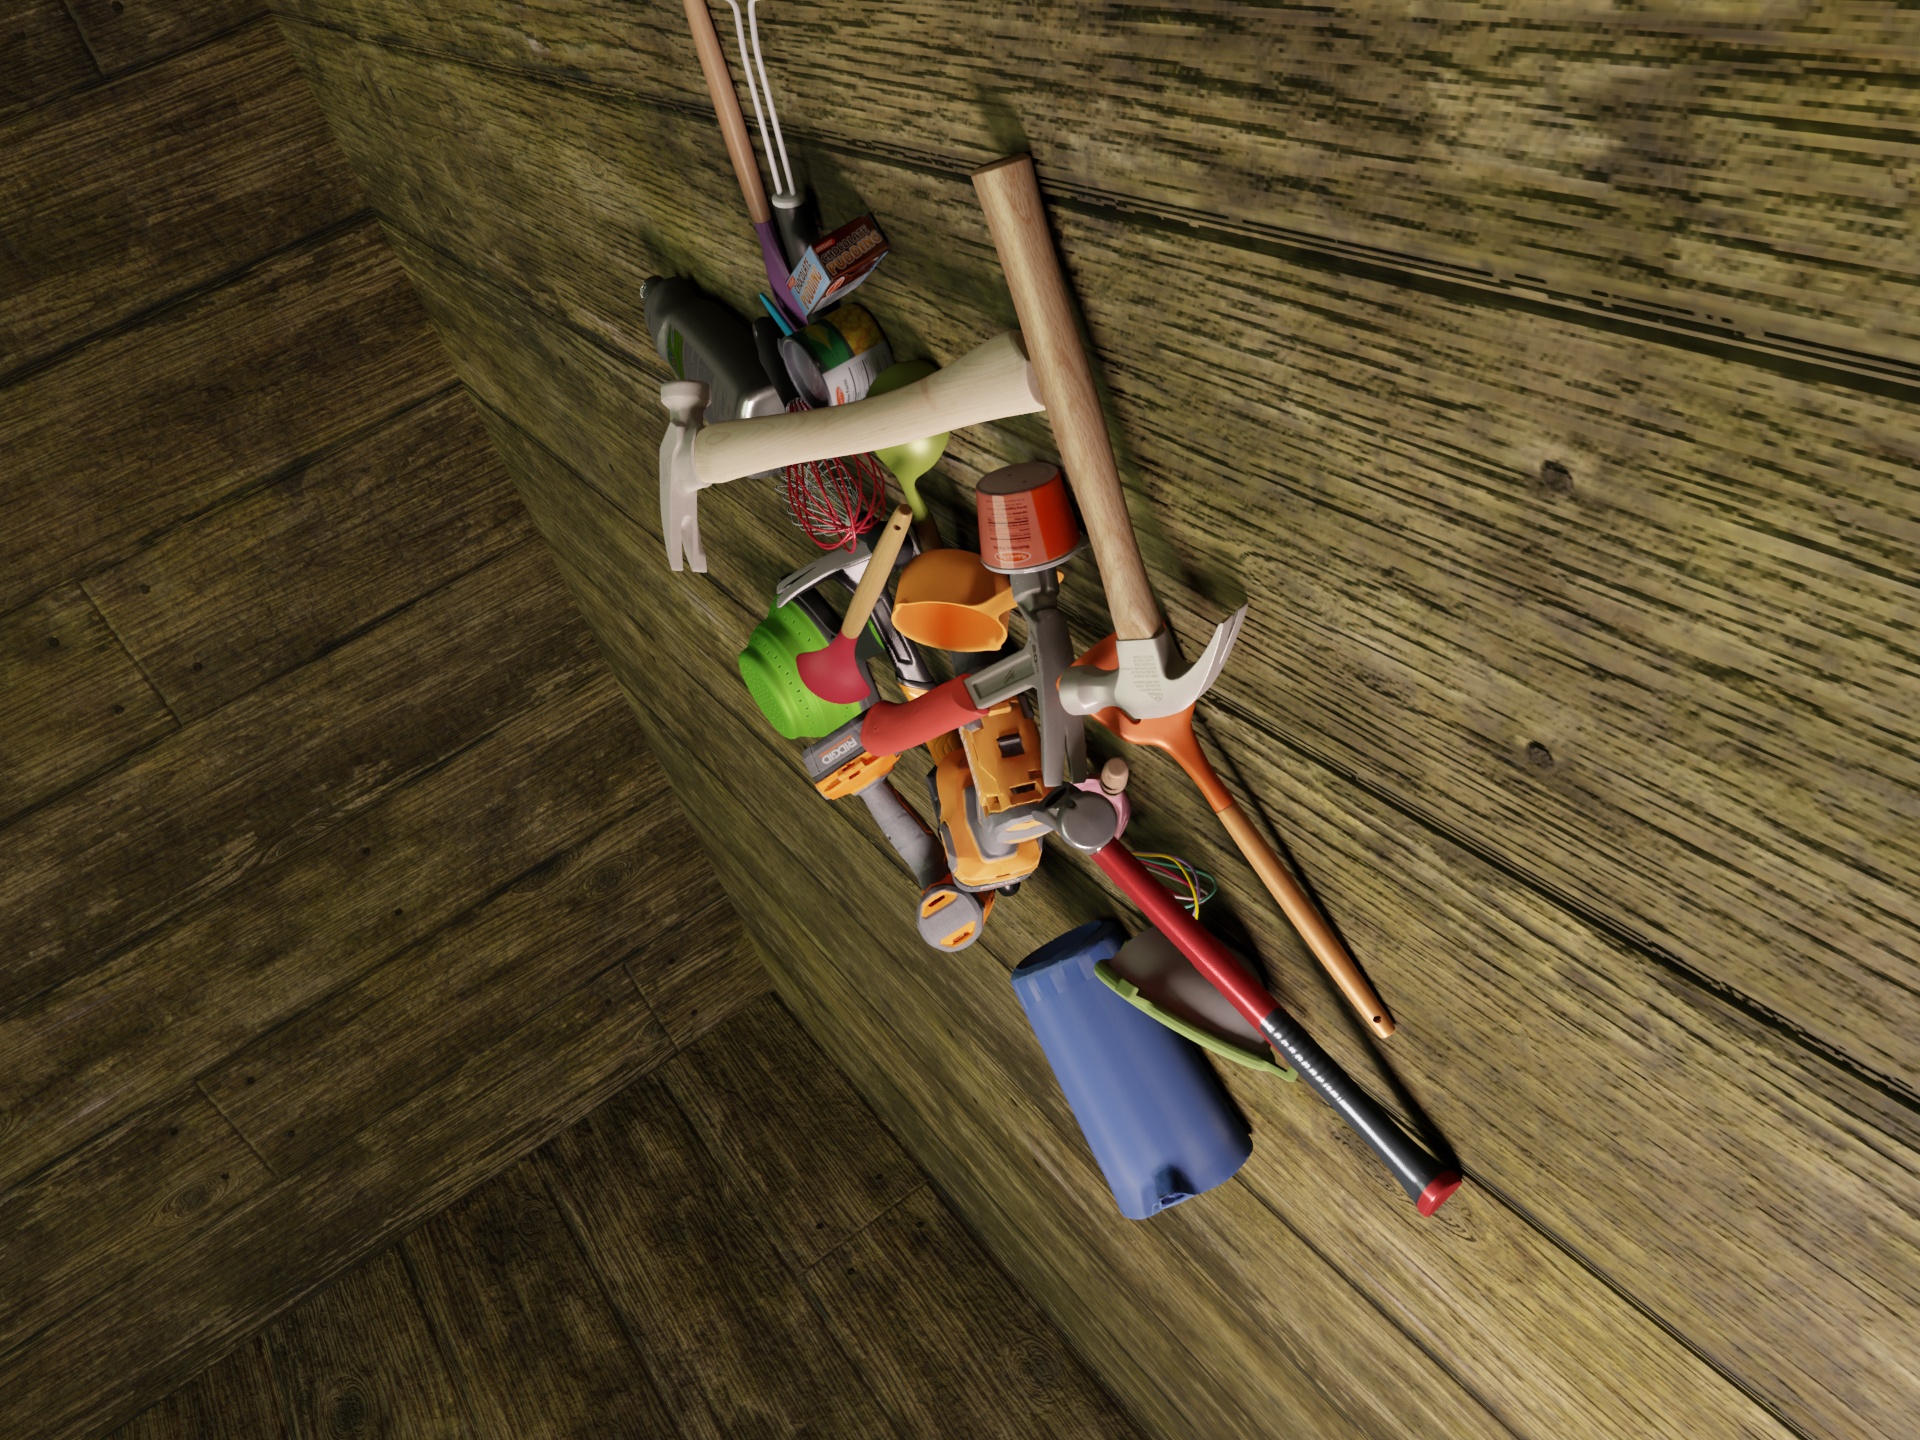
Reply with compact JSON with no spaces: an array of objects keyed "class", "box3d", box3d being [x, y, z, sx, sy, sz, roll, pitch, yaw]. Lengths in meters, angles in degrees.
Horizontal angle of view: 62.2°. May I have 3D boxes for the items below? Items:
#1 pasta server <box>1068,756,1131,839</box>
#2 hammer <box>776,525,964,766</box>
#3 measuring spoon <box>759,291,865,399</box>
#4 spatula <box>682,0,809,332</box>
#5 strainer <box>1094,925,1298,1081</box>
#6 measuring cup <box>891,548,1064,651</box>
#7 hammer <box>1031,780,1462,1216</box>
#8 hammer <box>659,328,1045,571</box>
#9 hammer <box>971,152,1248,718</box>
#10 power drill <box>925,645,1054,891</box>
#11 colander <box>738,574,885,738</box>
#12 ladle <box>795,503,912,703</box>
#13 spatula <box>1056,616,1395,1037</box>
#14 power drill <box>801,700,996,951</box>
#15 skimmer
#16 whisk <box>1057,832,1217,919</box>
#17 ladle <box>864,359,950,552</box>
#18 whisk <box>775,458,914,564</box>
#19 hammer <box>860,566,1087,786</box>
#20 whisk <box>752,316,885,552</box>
[{"class":"pasta server","box3d":[0.100,0.050,1.104,0.060,0.040,0.316,47,179,7]},{"class":"hammer","box3d":[-0.038,-0.014,1.402,0.034,0.127,0.336,-101,-13,-53]},{"class":"measuring spoon","box3d":[-0.113,-0.291,1.242,0.129,0.021,0.042,53,174,10]},{"class":"spatula","box3d":[-0.156,-0.399,1.186,0.060,0.018,0.315,45,160,42]},{"class":"strainer","box3d":[0.174,0.190,1.240,0.151,0.069,0.256,28,-177,-9]},{"class":"measuring cup","box3d":[0.020,-0.102,1.160,0.095,0.052,0.173,22,154,-31]},{"class":"hammer","box3d":[0.195,0.189,1.089,0.386,0.038,0.143,46,176,-4]},{"class":"hammer","box3d":[-0.087,-0.189,1.089,0.411,0.038,0.146,0,91,49]},{"class":"hammer","box3d":[0.074,-0.153,0.904,0.130,0.031,0.331,-2,116,39]},{"class":"power drill","box3d":[0.021,0.033,1.319,0.226,0.084,0.185,103,153,-68]},{"class":"colander","box3d":[-0.151,-0.054,1.645,0.204,0.094,0.397,59,163,-5]},{"class":"ladle","box3d":[-0.078,-0.081,1.224,0.069,0.031,0.315,26,152,-4]},{"class":"spatula","box3d":[0.185,0.077,1.029,0.322,0.081,0.041,54,-168,-3]},{"class":"power drill","box3d":[-0.045,0.097,1.483,0.226,0.084,0.164,57,-169,-2]},{"class":"skimmer","box3d":[-0.142,-0.382,1.055,0.127,0.090,0.362,13,146,21]},{"class":"whisk","box3d":[0.130,0.107,1.247,0.047,0.051,0.245,54,171,-21]},{"class":"ladle","box3d":[-0.013,-0.145,1.218,0.078,0.062,0.319,49,168,33]},{"class":"whisk","box3d":[-0.088,-0.165,1.284,0.070,0.070,0.285,66,169,-25]},{"class":"hammer","box3d":[-0.002,-0.004,1.188,0.359,0.036,0.149,155,109,-66]},{"class":"whisk","box3d":[-0.120,-0.232,1.237,0.073,0.073,0.296,77,171,-48]}]
